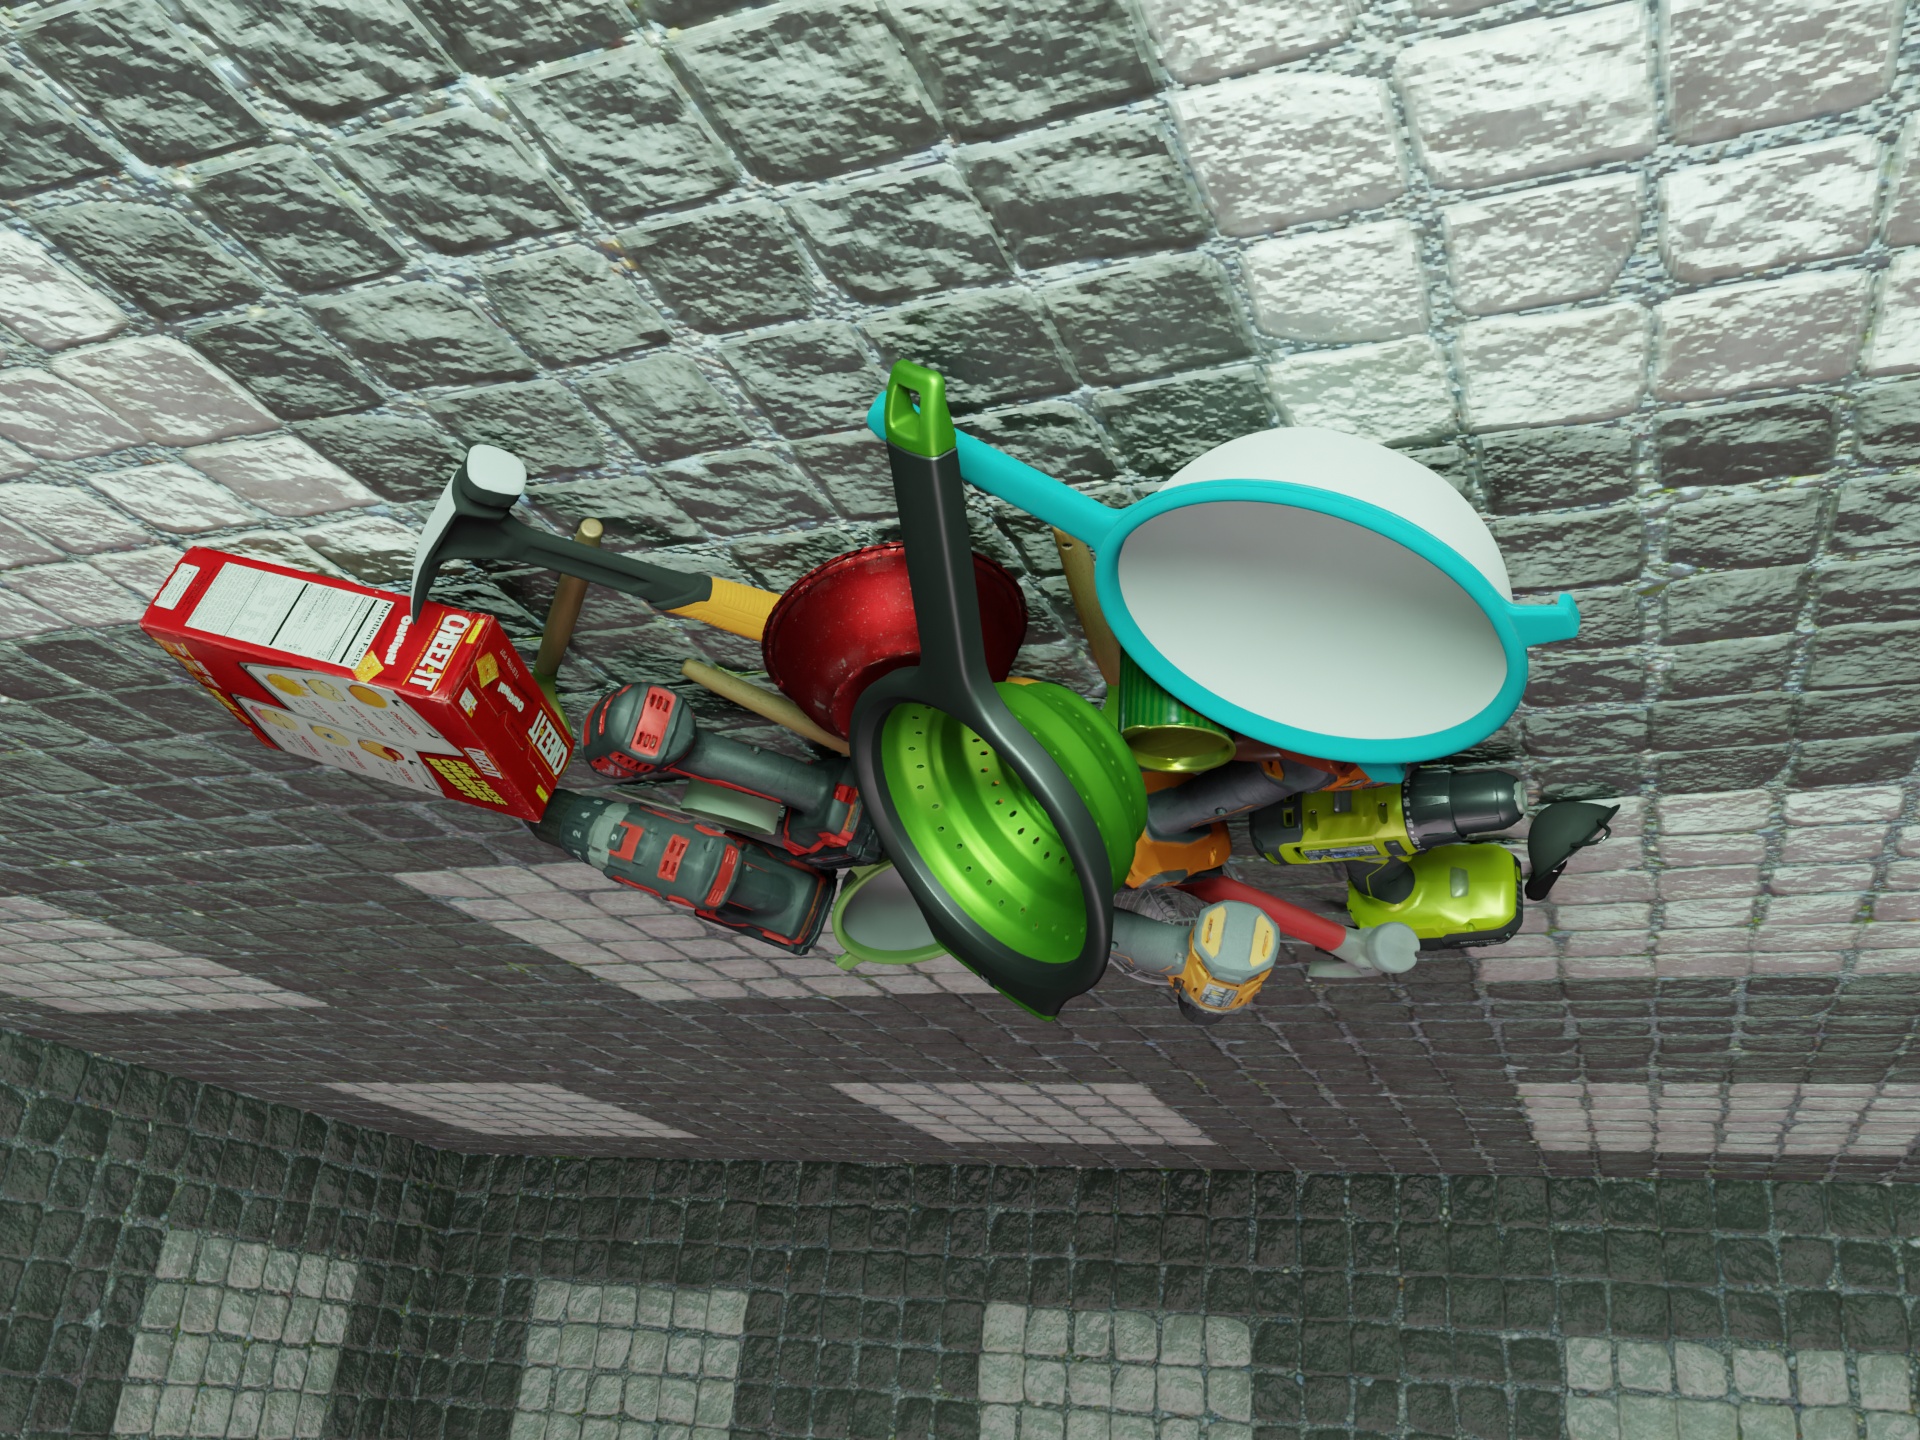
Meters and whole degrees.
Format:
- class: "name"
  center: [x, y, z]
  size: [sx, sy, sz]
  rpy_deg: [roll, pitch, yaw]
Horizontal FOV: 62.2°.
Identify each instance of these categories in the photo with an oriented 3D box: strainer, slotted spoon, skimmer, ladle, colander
- class: "strainer"
  center: [0.123, -0.103, 0.786]
  size: [0.340, 0.095, 0.211]
  rpy_deg: [27, 154, 1]
- class: "strainer"
  center: [0.459, 0.107, 1.234]
  size: [0.087, 0.050, 0.258]
  rpy_deg: [-41, 158, -4]
- class: "strainer"
  center: [0.009, 0.129, 1.358]
  size: [0.256, 0.069, 0.151]
  rpy_deg: [-7, 136, -16]
- class: "slotted spoon"
  center: [0.091, -0.039, 0.990]
  size: [0.070, 0.031, 0.313]
  rpy_deg: [-3, 154, 14]
- class: "skimmer"
  center: [0.265, 0.175, 1.398]
  size: [0.363, 0.127, 0.090]
  rpy_deg: [11, -170, -43]
- class: "ladle"
  center: [-0.047, 0.030, 1.099]
  size: [0.315, 0.031, 0.069]
  rpy_deg: [26, 175, -12]
- class: "colander"
  center: [0.028, -0.018, 0.839]
  size: [0.205, 0.094, 0.396]
  rpy_deg: [31, 142, 39]
- class: "ladle"
  center: [-0.269, -0.037, 1.030]
  size: [0.078, 0.062, 0.320]
  rpy_deg: [26, 149, -10]

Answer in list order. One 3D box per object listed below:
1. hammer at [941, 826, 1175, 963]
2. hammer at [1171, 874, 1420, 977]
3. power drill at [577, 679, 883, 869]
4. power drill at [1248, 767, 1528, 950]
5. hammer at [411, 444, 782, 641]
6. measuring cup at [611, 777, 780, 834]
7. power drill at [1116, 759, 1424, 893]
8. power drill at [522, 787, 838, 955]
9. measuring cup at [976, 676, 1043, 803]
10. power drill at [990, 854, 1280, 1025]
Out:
- class: "hammer"
  center: [0.041, 0.133, 1.298]
  size: [0.128, 0.033, 0.330]
  rpy_deg: [-42, 135, 15]
- class: "hammer"
  center: [0.149, 0.113, 1.217]
  size: [0.386, 0.038, 0.143]
  rpy_deg: [23, 164, -10]
- class: "power drill"
  center: [-0.164, 0.037, 1.138]
  size: [0.219, 0.079, 0.143]
  rpy_deg: [22, 163, -23]
- class: "power drill"
  center: [0.345, 0.099, 1.195]
  size: [0.190, 0.080, 0.228]
  rpy_deg: [-9, 150, 30]
- class: "hammer"
  center: [-0.146, -0.064, 0.937]
  size: [0.336, 0.034, 0.127]
  rpy_deg: [15, 141, -30]
- class: "measuring cup"
  center: [-0.213, 0.055, 1.264]
  size: [0.168, 0.038, 0.083]
  rpy_deg: [10, 168, 35]
- class: "power drill"
  center: [0.200, 0.043, 1.060]
  size: [0.164, 0.084, 0.226]
  rpy_deg: [-1, 158, -45]
- class: "power drill"
  center: [-0.218, 0.112, 1.252]
  size: [0.188, 0.080, 0.226]
  rpy_deg: [16, 171, 27]
- class: "measuring cup"
  center: [-0.002, -0.003, 1.054]
  size: [0.173, 0.052, 0.095]
  rpy_deg: [21, 138, -15]
- class: "power drill"
  center: [0.118, 0.173, 1.212]
  size: [0.226, 0.084, 0.185]
  rpy_deg: [12, 155, 6]
